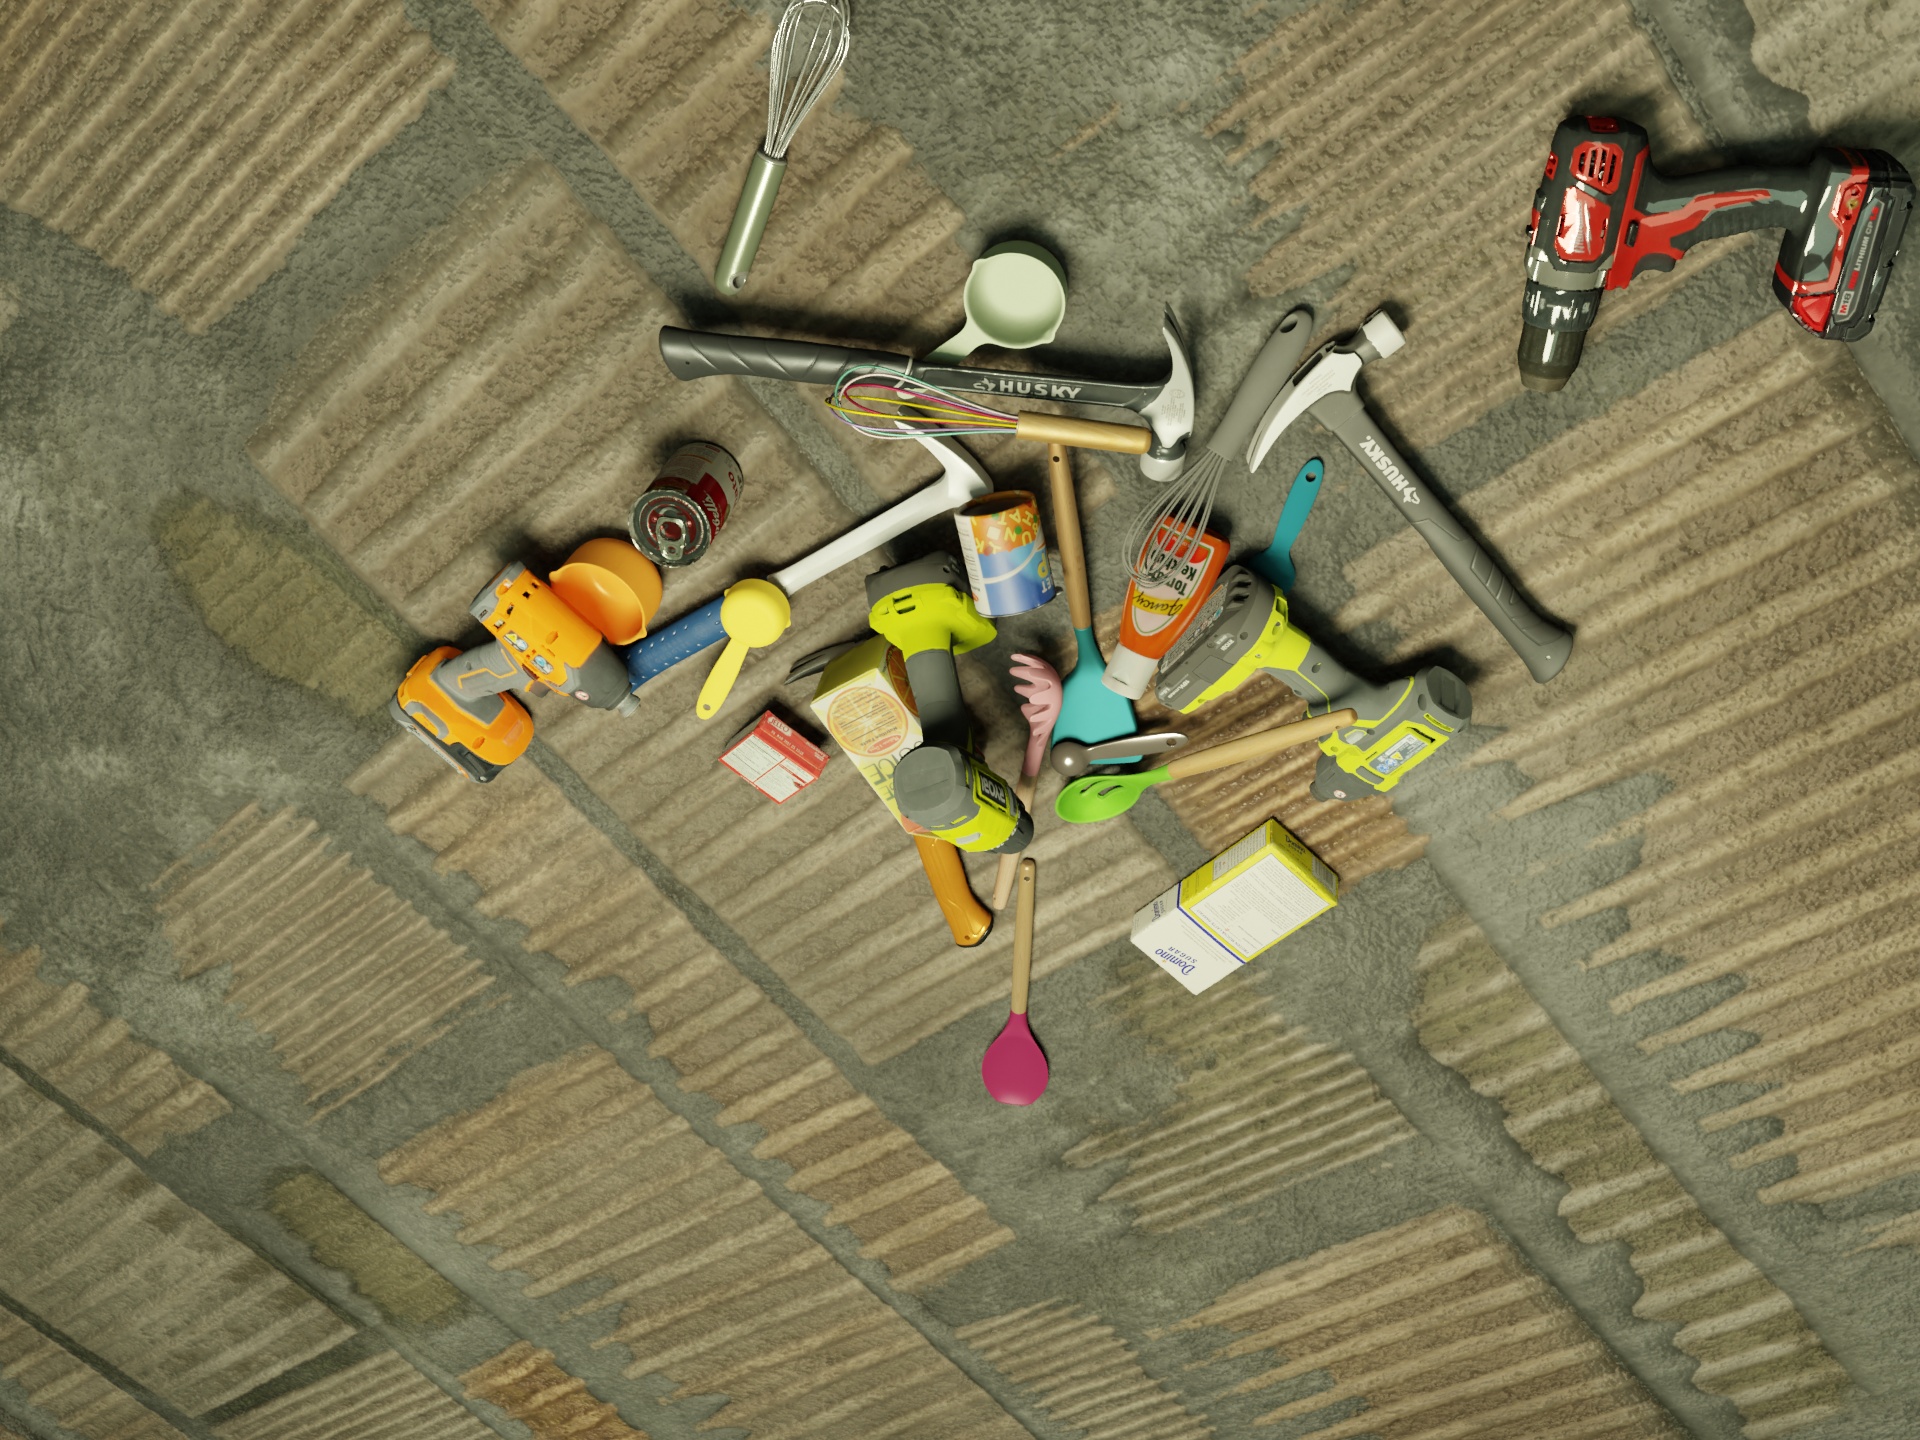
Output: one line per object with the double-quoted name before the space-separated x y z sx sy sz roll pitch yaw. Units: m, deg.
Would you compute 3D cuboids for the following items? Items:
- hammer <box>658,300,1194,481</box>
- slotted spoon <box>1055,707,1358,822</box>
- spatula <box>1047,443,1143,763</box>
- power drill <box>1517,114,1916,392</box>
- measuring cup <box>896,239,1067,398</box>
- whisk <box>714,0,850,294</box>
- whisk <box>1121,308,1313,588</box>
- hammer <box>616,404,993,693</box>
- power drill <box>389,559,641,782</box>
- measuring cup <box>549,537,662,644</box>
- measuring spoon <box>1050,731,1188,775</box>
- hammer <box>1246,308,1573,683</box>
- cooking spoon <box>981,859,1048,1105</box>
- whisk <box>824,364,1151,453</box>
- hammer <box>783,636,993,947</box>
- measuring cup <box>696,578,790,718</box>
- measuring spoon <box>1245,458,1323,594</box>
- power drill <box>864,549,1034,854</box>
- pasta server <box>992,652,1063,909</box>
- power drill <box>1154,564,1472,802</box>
"hammer" -0.025 -0.264 1.201 0.409 0.036 0.149 6 142 3
"slotted spoon" 0.200 0.036 1.337 0.070 0.031 0.314 26 149 -35
"spatula" 0.097 -0.092 1.304 0.082 0.044 0.317 1 133 15
"power drill" 0.501 -0.310 1.091 0.227 0.080 0.187 7 123 9
"measuring cup" 0.012 -0.301 1.212 0.083 0.038 0.167 41 129 -21
"whisk" -0.136 -0.420 1.161 0.059 0.058 0.246 45 129 22
"whisk" 0.195 -0.205 1.207 0.055 0.055 0.239 29 105 -9
"hammer" -0.152 -0.123 1.353 0.405 0.035 0.144 -26 115 24
"power drill" -0.389 -0.030 1.403 0.164 0.084 0.226 43 133 -17
"measuring cup" -0.319 -0.093 1.400 0.095 0.052 0.173 33 138 -7
"measuring spoon" 0.135 0.029 1.368 0.124 0.018 0.034 -11 125 20
"hammer" 0.365 -0.149 1.236 0.146 0.035 0.334 -38 110 21
"cooking spoon" 0.059 0.266 1.572 0.069 0.017 0.318 6 123 6
"whisk" 0.021 -0.226 1.186 0.245 0.047 0.051 7 85 -3
"hammer" -0.046 0.075 1.460 0.127 0.034 0.336 -12 119 16
"measuring cup" -0.197 -0.053 1.366 0.062 0.029 0.156 27 122 -8
"measuring spoon" 0.261 -0.148 1.267 0.042 0.021 0.128 16 125 0
"power drill" -0.002 -0.004 1.286 0.080 0.229 0.190 -17 158 19
"pasta server" 0.050 0.064 1.412 0.040 0.060 0.316 -6 136 -16
"power drill" 0.279 -0.018 1.309 0.223 0.080 0.171 29 139 -12
